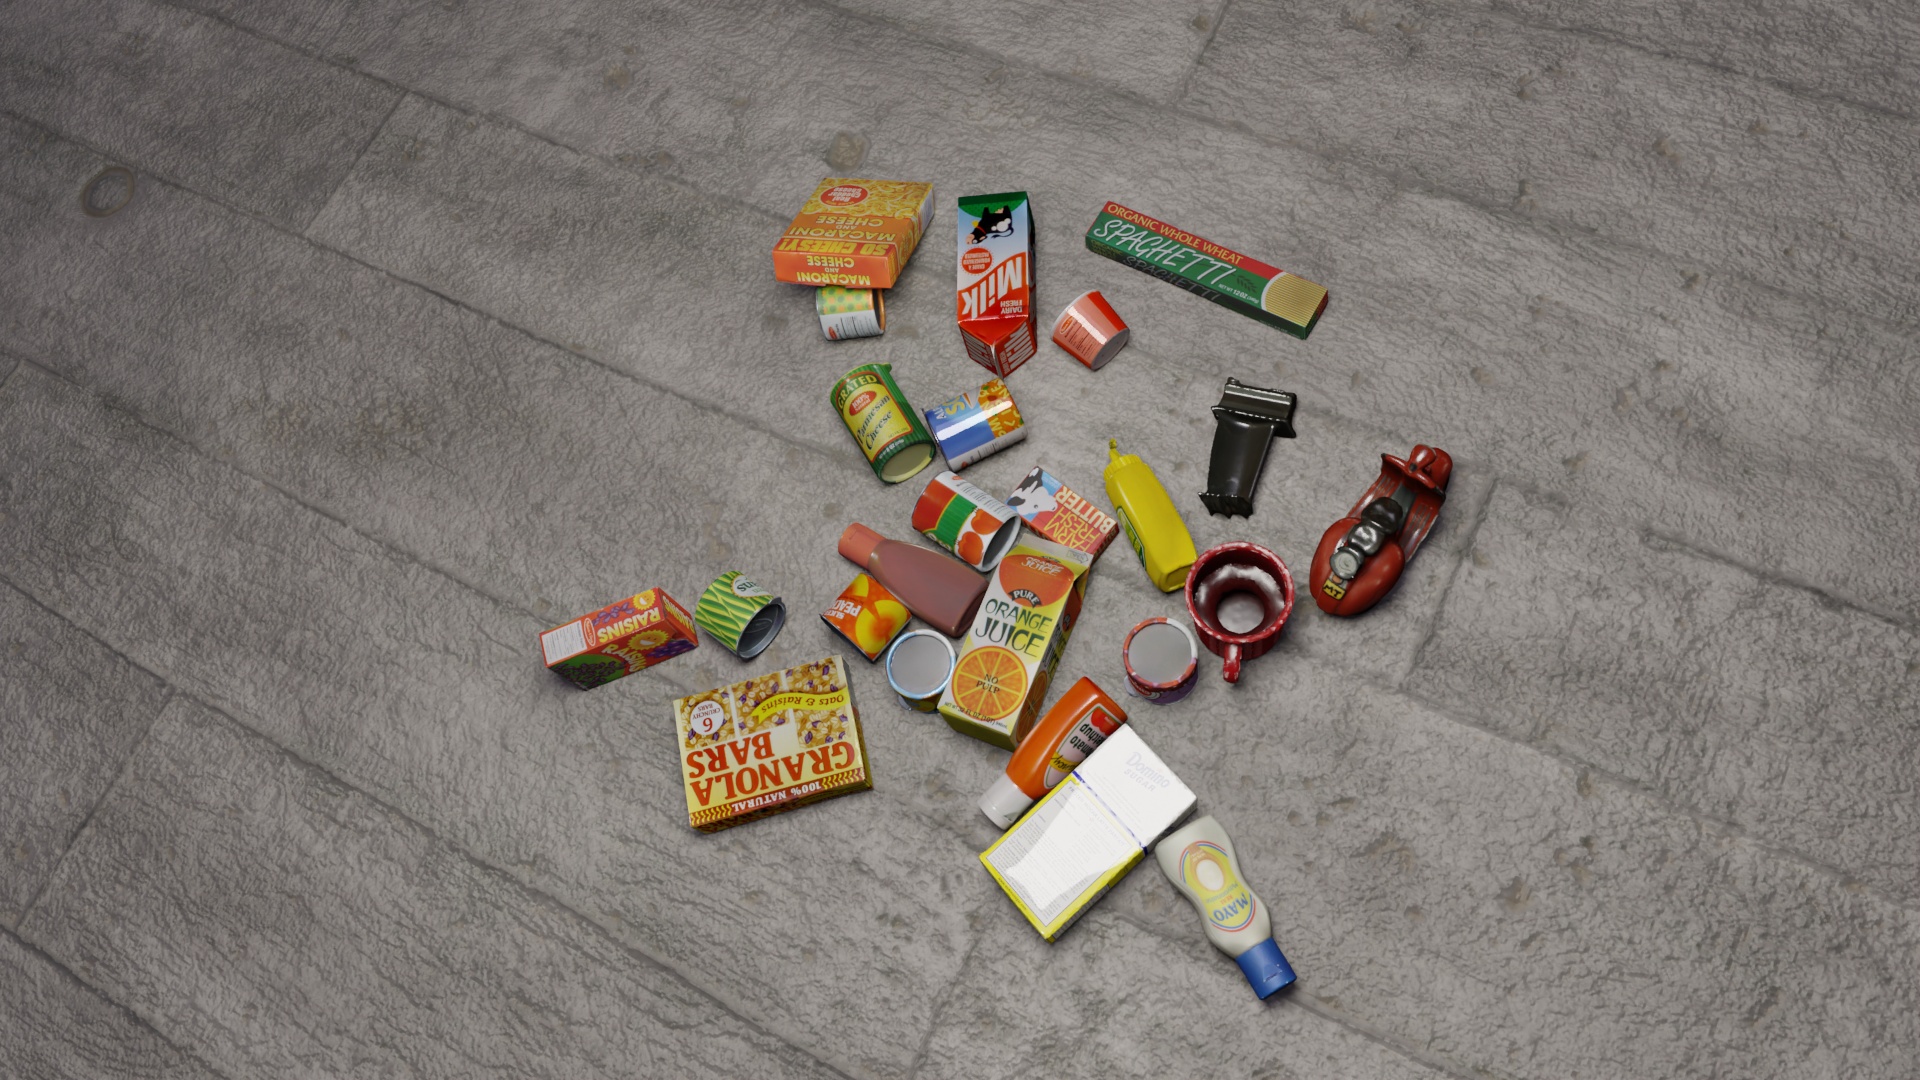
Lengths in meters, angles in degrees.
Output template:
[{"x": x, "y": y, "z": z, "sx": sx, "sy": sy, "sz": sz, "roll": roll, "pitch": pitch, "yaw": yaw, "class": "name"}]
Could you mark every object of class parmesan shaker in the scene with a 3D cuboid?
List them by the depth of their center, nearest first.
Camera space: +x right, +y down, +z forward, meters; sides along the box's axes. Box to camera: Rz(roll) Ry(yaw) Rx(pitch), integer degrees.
[{"x": -0.074, "y": -0.117, "z": 1.370, "sx": 0.071, "sy": 0.071, "sz": 0.103, "roll": -32, "pitch": 66, "yaw": -2, "class": "parmesan shaker"}]

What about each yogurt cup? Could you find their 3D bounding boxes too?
[{"x": 0.130, "y": -0.206, "z": 1.369, "sx": 0.072, "sy": 0.072, "sz": 0.054, "roll": -42, "pitch": 75, "yaw": -7, "class": "yogurt cup"}]

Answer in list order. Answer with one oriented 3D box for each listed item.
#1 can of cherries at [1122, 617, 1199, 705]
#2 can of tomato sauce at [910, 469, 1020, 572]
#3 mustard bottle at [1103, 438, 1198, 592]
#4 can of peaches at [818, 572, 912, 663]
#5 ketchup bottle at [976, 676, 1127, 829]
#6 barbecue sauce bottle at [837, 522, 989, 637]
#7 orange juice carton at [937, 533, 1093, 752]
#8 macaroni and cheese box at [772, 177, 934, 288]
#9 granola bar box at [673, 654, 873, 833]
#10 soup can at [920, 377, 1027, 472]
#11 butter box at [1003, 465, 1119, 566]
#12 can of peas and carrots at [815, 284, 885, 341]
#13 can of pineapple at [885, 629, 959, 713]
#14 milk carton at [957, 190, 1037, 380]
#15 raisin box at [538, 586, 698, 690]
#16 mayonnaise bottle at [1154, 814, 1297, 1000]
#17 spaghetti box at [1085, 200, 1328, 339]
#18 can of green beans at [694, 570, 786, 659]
[{"x": 0.177, "y": 0.109, "z": 1.236, "sx": 0.071, "sy": 0.058, "sz": 0.072, "roll": -4, "pitch": 68, "yaw": 9, "class": "can of cherries"}, {"x": 0.005, "y": -0.017, "z": 1.316, "sx": 0.083, "sy": 0.071, "sz": 0.071, "roll": 33, "pitch": 78, "yaw": 20, "class": "can of tomato sauce"}, {"x": 0.170, "y": -0.030, "z": 1.293, "sx": 0.049, "sy": 0.065, "sz": 0.161, "roll": -22, "pitch": 60, "yaw": -4, "class": "mustard bottle"}, {"x": -0.089, "y": 0.070, "z": 1.297, "sx": 0.071, "sy": 0.071, "sz": 0.058, "roll": 38, "pitch": 79, "yaw": 22, "class": "can of peaches"}, {"x": 0.078, "y": 0.189, "z": 1.224, "sx": 0.149, "sy": 0.064, "sz": 0.044, "roll": -46, "pitch": 46, "yaw": 1, "class": "ketchup bottle"}, {"x": -0.048, "y": 0.031, "z": 1.319, "sx": 0.149, "sy": 0.043, "sz": 0.065, "roll": 29, "pitch": 70, "yaw": 21, "class": "barbecue sauce bottle"}, {"x": 0.054, "y": 0.087, "z": 1.261, "sx": 0.072, "sy": 0.073, "sz": 0.193, "roll": 18, "pitch": 73, "yaw": 18, "class": "orange juice carton"}, {"x": -0.107, "y": -0.318, "z": 1.433, "sx": 0.124, "sy": 0.040, "sz": 0.167, "roll": 6, "pitch": 41, "yaw": 14, "class": "macaroni and cheese box"}, {"x": -0.173, "y": 0.188, "z": 1.283, "sx": 0.165, "sy": 0.039, "sz": 0.124, "roll": -16, "pitch": 66, "yaw": 4, "class": "granola bar box"}, {"x": 0.013, "y": -0.115, "z": 1.352, "sx": 0.084, "sy": 0.071, "sz": 0.071, "roll": -26, "pitch": 66, "yaw": 0, "class": "soup can"}, {"x": 0.096, "y": -0.022, "z": 1.322, "sx": 0.103, "sy": 0.024, "sz": 0.053, "roll": 37, "pitch": 79, "yaw": 22, "class": "butter box"}, {"x": -0.112, "y": -0.244, "z": 1.429, "sx": 0.059, "sy": 0.070, "sz": 0.071, "roll": -5, "pitch": 68, "yaw": 8, "class": "can of peas and carrots"}, {"x": -0.032, "y": 0.122, "z": 1.272, "sx": 0.071, "sy": 0.057, "sz": 0.071, "roll": -4, "pitch": 68, "yaw": 10, "class": "can of pineapple"}, {"x": 0.037, "y": -0.251, "z": 1.399, "sx": 0.073, "sy": 0.072, "sz": 0.191, "roll": -3, "pitch": 68, "yaw": 9, "class": "milk carton"}, {"x": -0.324, "y": 0.095, "z": 1.324, "sx": 0.123, "sy": 0.086, "sz": 0.040, "roll": -22, "pitch": 65, "yaw": 2, "class": "raisin box"}, {"x": 0.224, "y": 0.306, "z": 1.157, "sx": 0.065, "sy": 0.041, "sz": 0.148, "roll": -30, "pitch": 66, "yaw": -3, "class": "mayonnaise bottle"}, {"x": 0.243, "y": -0.273, "z": 1.392, "sx": 0.250, "sy": 0.028, "sz": 0.050, "roll": 27, "pitch": 75, "yaw": 19, "class": "spaghetti box"}, {"x": -0.210, "y": 0.070, "z": 1.322, "sx": 0.058, "sy": 0.071, "sz": 0.071, "roll": 34, "pitch": 79, "yaw": 21, "class": "can of green beans"}]
